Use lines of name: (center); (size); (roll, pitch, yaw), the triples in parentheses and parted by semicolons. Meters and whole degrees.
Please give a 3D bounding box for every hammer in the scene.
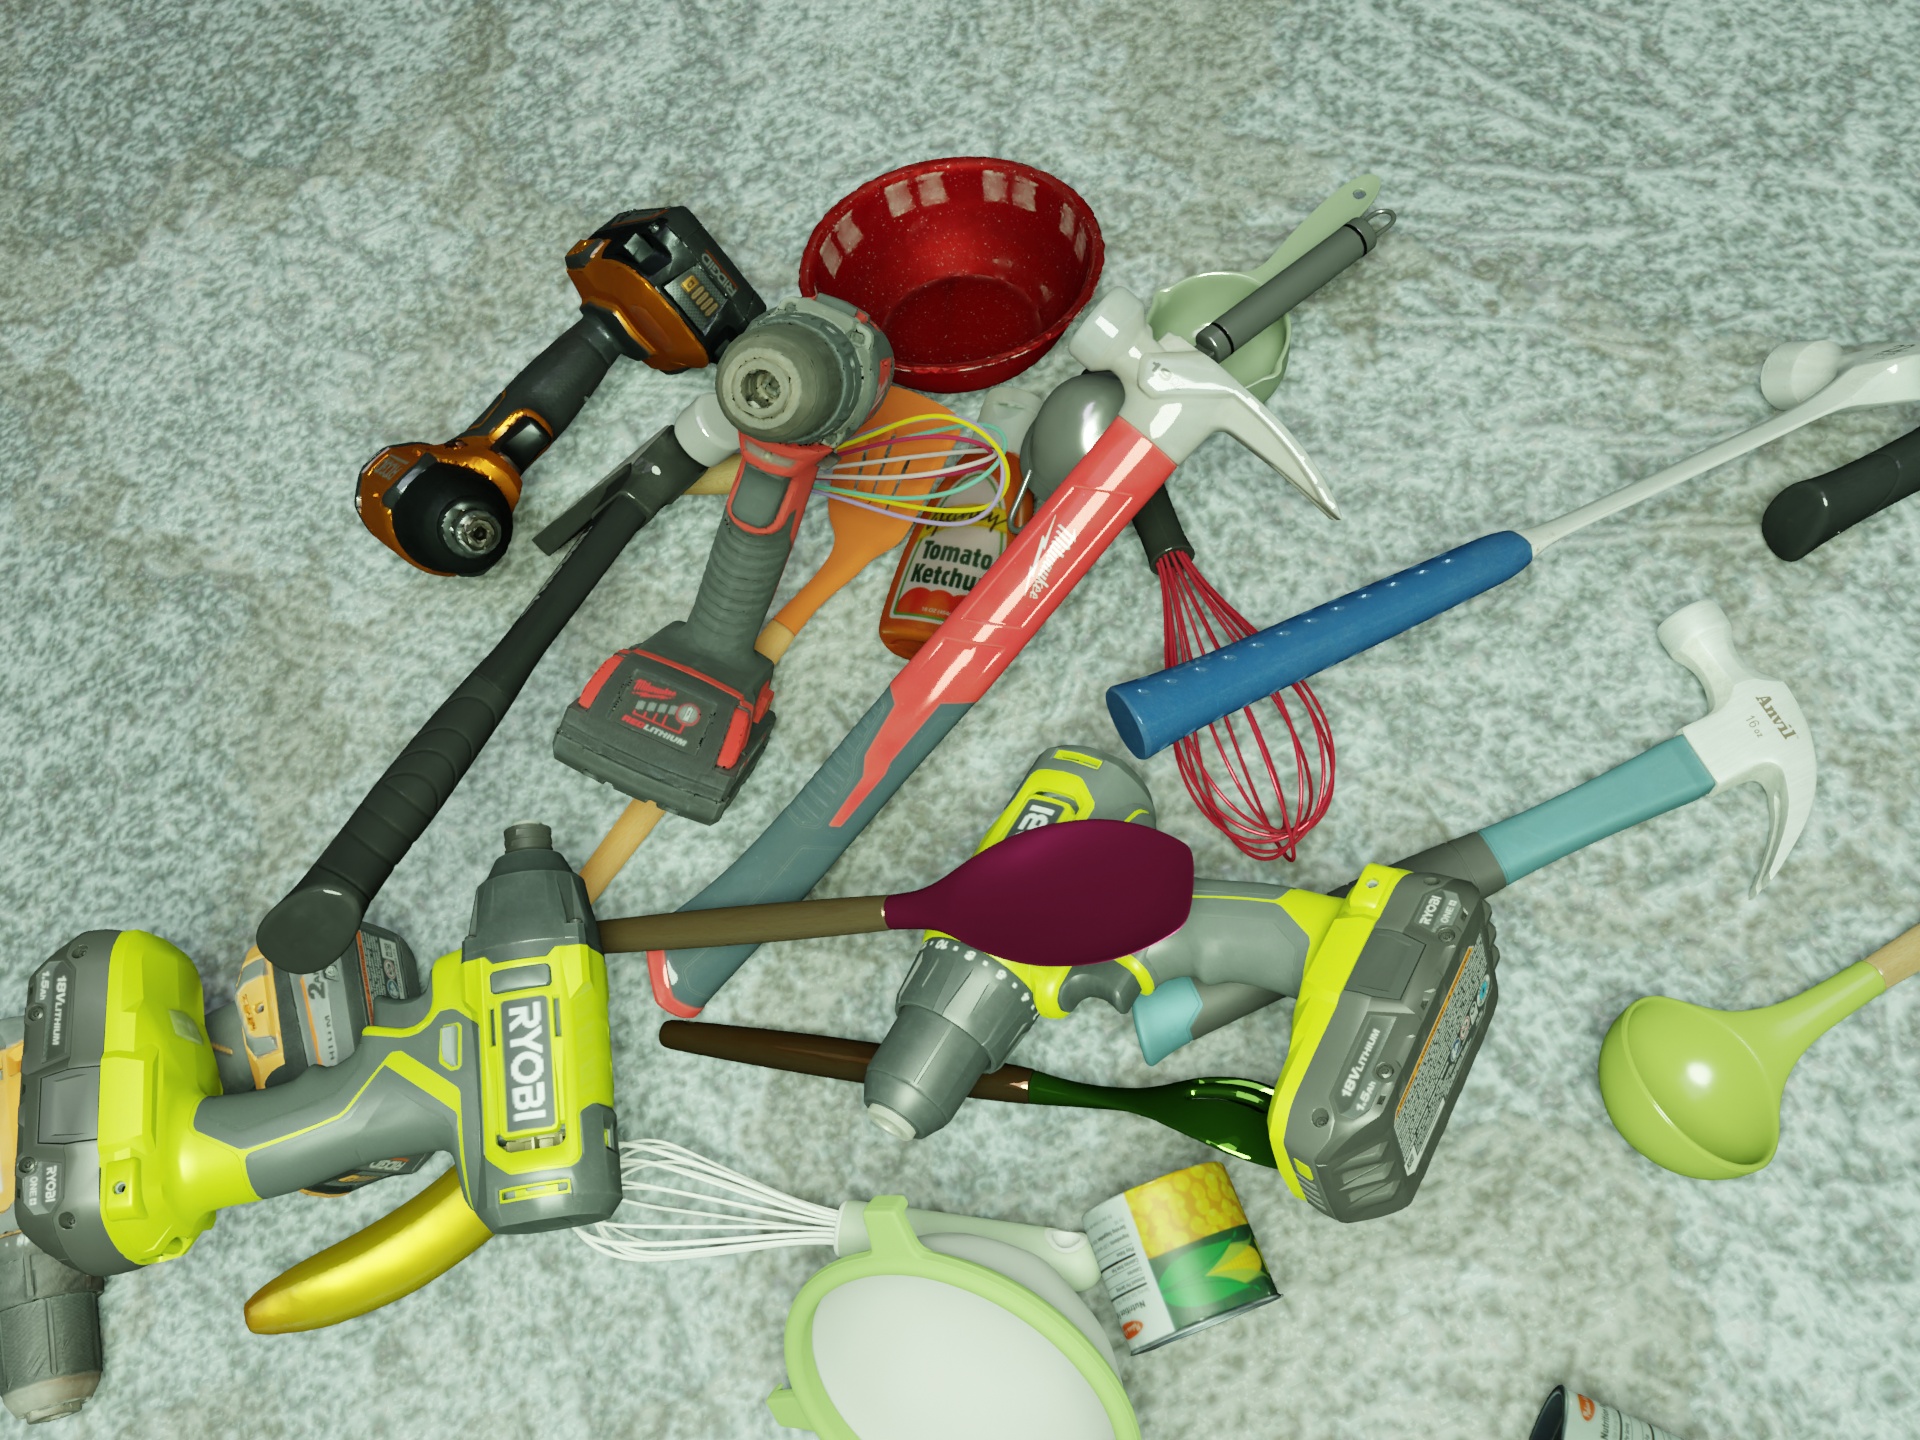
hammer: (-0.001, -0.002, 0.729); (0.143, 0.038, 0.386); (40, 98, -1)
hammer: (-0.210, -0.021, 0.723); (0.146, 0.035, 0.335); (-27, 27, 40)
hammer: (0.225, 0.067, 0.715); (0.331, 0.033, 0.128); (-25, 65, 0)
hammer: (0.254, -0.080, 0.693); (0.405, 0.144, 0.035); (-24, 105, -7)
hammer: (0.559, -0.187, 0.722); (0.409, 0.149, 0.036); (-30, 66, 8)

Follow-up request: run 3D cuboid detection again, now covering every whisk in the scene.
whisk: (0.110, -0.063, 0.776); (0.073, 0.073, 0.296); (-19, 61, 2)
whisk: (-0.078, -0.130, 0.807); (0.245, 0.047, 0.051); (5, 69, 35)
whisk: (-0.060, 0.224, 0.701); (0.246, 0.058, 0.059); (5, 104, 9)

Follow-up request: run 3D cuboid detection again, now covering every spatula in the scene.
spatula: (-0.110, -0.033, 0.811); (0.081, 0.041, 0.322); (28, 77, 36)

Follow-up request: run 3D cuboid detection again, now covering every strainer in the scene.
strainer: (0.055, 0.280, 0.633); (0.256, 0.151, 0.069); (29, 34, 8)
strainer: (0.119, -0.185, 0.791); (0.258, 0.050, 0.087); (-37, 49, -10)

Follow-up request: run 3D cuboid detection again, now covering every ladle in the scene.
ladle: (0.406, 0.090, 0.661); (0.320, 0.062, 0.078); (-29, 67, -5)

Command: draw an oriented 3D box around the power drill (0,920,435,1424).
power drill: (-0.363, 0.206, 0.744); (0.226, 0.084, 0.185); (-20, 69, 6)

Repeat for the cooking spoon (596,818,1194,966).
cooking spoon: (-0.053, 0.085, 0.689); (0.319, 0.017, 0.069); (-8, 51, 23)

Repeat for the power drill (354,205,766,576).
power drill: (-0.211, -0.165, 0.829); (0.226, 0.084, 0.164); (-47, 31, -10)

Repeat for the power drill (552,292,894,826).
power drill: (-0.096, -0.073, 0.682); (0.080, 0.188, 0.226); (24, 105, -2)

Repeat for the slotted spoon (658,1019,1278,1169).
slotted spoon: (0.007, 0.160, 0.710); (0.314, 0.070, 0.031); (4, 93, 18)

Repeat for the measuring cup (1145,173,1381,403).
measuring cup: (0.165, -0.225, 0.841); (0.083, 0.038, 0.167); (40, 78, 22)

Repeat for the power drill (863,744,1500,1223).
power drill: (0.083, 0.113, 0.653); (0.229, 0.080, 0.191); (14, 56, 35)

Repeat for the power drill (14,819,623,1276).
power drill: (-0.260, 0.137, 0.667); (0.223, 0.080, 0.171); (-8, 68, -4)
